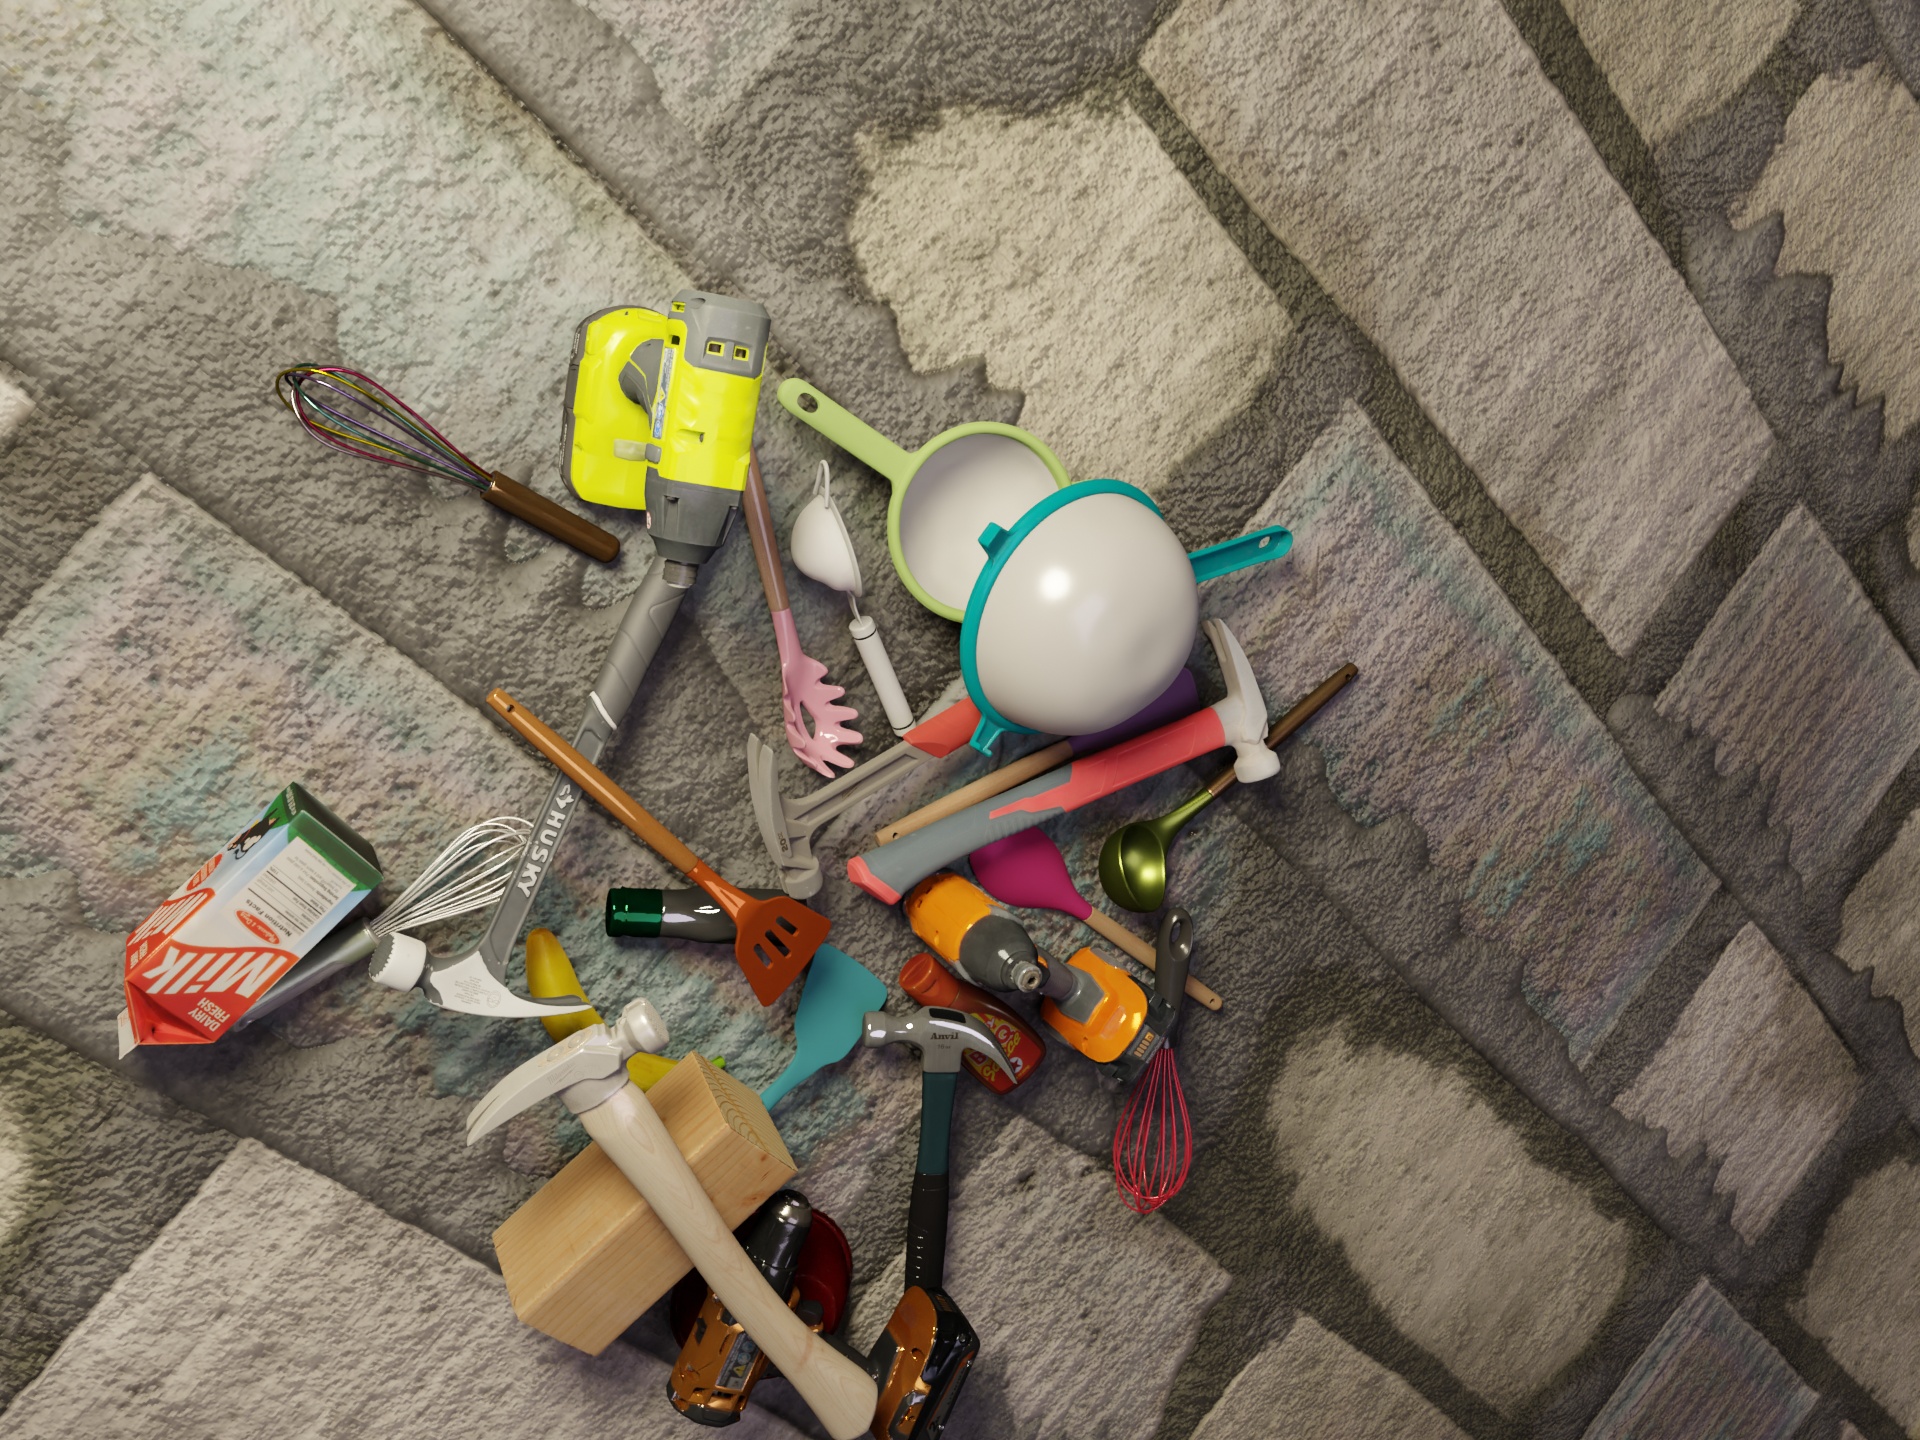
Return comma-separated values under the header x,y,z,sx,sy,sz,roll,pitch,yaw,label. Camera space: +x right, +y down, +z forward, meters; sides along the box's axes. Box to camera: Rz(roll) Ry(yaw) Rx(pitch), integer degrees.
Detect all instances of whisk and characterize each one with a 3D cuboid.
x,y,z,sx,sy,sz,roll,pitch,yaw,label
-0.334,-0.167,1.054,0.244,0.051,0.047,29,111,-34,whisk
0.180,0.307,1.426,0.073,0.073,0.295,-3,105,-26,whisk
-0.400,0.143,1.103,0.246,0.057,0.059,-32,74,-11,whisk

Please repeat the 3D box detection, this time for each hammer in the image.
x,y,z,sx,sy,sz,roll,pitch,yaw,label
-0.002,-0.004,1.230,0.359,0.037,0.149,-30,134,-26,hammer
0.081,0.041,1.296,0.386,0.038,0.143,-21,95,-20,hammer
-0.026,0.389,1.345,0.128,0.033,0.330,1,112,-9,hammer
-0.252,0.015,1.108,0.149,0.036,0.409,29,80,-33,hammer
-0.183,0.387,1.142,0.146,0.038,0.410,-31,114,-4,hammer

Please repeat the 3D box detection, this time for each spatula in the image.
x,y,z,sx,sy,sz,roll,pitch,yaw,label
-0.210,0.086,1.115,0.322,0.041,0.081,46,73,-26,spatula
0.068,0.031,1.321,0.316,0.018,0.059,-26,110,-20,spatula
-0.179,0.325,1.280,0.317,0.044,0.082,-49,121,-1,spatula

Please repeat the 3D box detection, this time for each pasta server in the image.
x,y,z,sx,sy,sz,roll,pitch,yaw,label
-0.133,-0.108,1.169,0.060,0.040,0.316,-31,117,-44,pasta server

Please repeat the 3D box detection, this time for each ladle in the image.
x,y,z,sx,sy,sz,roll,pitch,yaw,label
0.243,0.051,1.396,0.320,0.062,0.078,-39,114,-15,ladle

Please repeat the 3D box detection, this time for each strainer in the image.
x,y,z,sx,sy,sz,roll,pitch,yaw,label
-0.078,-0.075,1.192,0.050,0.087,0.258,-28,126,-9,strainer
-0.033,-0.177,1.188,0.256,0.069,0.151,32,90,-22,strainer
0.159,-0.086,1.226,0.340,0.095,0.210,-20,129,-31,strainer

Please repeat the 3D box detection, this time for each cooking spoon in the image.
x,y,z,sx,sy,sz,roll,pitch,yaw,label
0.128,0.180,1.393,0.318,0.017,0.069,37,89,-30,cooking spoon

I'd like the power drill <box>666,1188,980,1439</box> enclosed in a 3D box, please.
x,y,z,sx,sy,sz,roll,pitch,yaw,label
-0.099,0.479,1.268,0.226,0.084,0.185,23,92,-25,power drill

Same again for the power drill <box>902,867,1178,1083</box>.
x,y,z,sx,sy,sz,roll,pitch,yaw,label
0.071,0.211,1.292,0.226,0.164,0.084,35,88,-32,power drill

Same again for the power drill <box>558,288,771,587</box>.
x,y,z,sx,sy,sz,roll,pitch,yaw,label
-0.190,-0.184,1.011,0.080,0.223,0.171,5,102,-28,power drill
